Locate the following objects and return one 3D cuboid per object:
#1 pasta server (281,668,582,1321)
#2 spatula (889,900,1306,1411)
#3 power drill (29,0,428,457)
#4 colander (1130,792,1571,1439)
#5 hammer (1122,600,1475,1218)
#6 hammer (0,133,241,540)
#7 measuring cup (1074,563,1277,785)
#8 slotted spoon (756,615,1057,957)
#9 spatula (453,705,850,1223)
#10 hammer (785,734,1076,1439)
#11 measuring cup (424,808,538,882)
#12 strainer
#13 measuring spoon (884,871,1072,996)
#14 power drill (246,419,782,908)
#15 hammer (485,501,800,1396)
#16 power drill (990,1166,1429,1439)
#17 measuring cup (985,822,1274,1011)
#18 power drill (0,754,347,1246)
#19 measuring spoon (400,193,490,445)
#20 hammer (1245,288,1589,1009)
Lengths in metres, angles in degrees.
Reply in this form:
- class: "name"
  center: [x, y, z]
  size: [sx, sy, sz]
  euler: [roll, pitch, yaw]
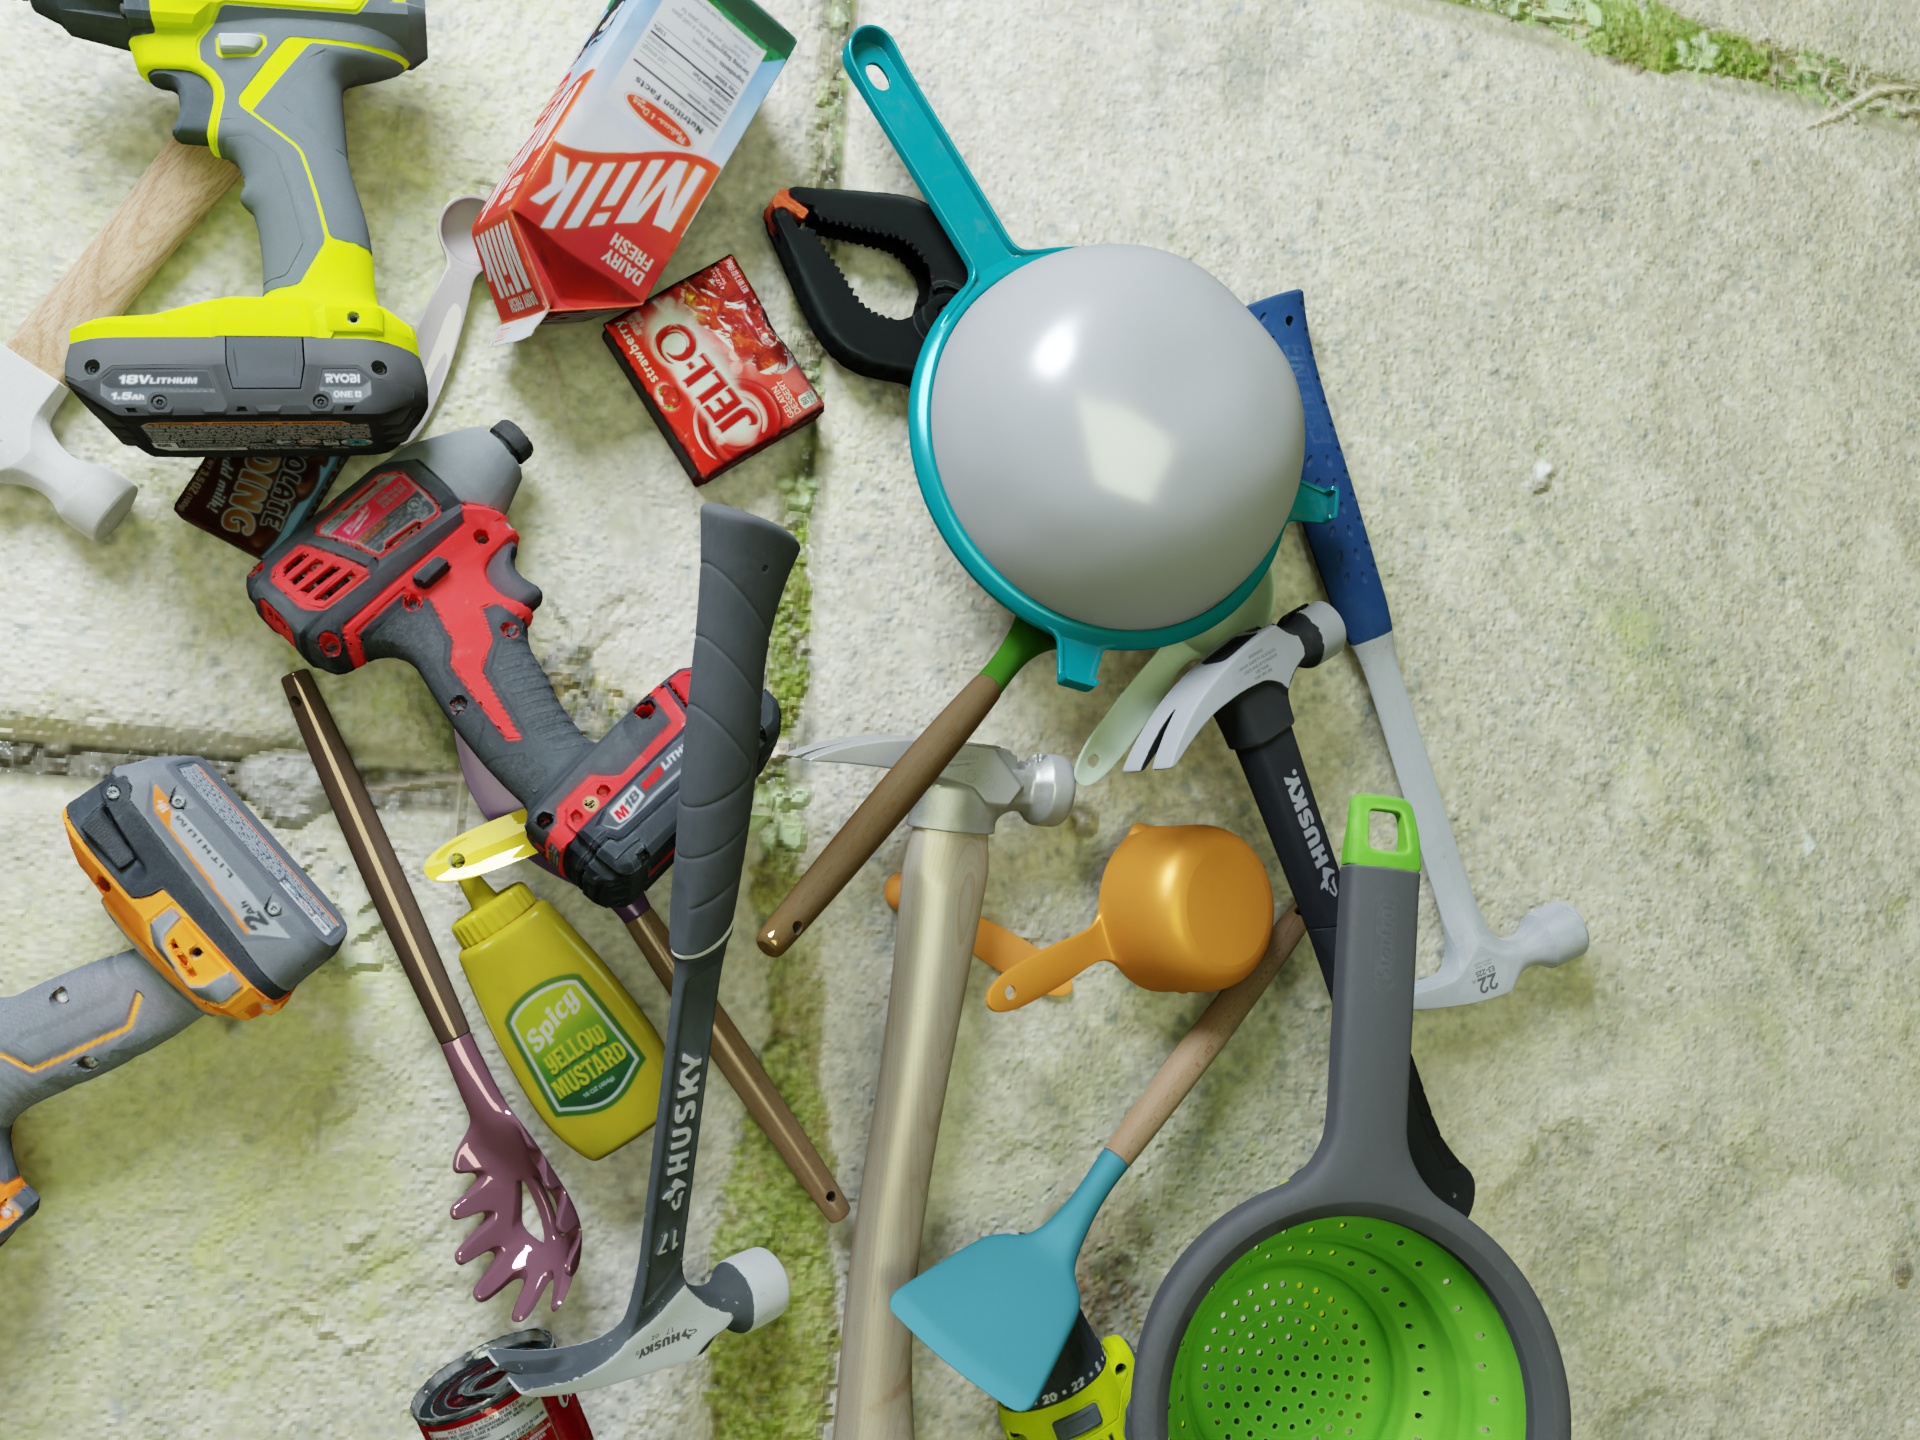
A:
- class: "pasta server"
  center: [-0.249, 0.125, 0.737]
  size: [0.060, 0.040, 0.316]
  euler: [-21, 94, 17]
- class: "spatula"
  center: [0.095, 0.199, 0.805]
  size: [0.082, 0.044, 0.317]
  euler: [31, 63, 26]
- class: "power drill"
  center: [-0.311, -0.230, 0.673]
  size: [0.171, 0.080, 0.223]
  euler: [-4, 86, -17]
- class: "colander"
  center: [0.177, 0.236, 0.759]
  size: [0.204, 0.094, 0.397]
  euler: [8, 79, -8]
- class: "hammer"
  center: [0.191, 0.117, 0.813]
  size: [0.146, 0.035, 0.334]
  euler: [-28, 101, -33]
- class: "hammer"
  center: [-0.346, -0.251, 0.717]
  size: [0.130, 0.031, 0.331]
  euler: [35, 80, -13]
- class: "measuring cup"
  center: [0.100, -0.034, 0.829]
  size: [0.083, 0.038, 0.167]
  euler: [43, 74, -21]
- class: "slotted spoon"
  center: [-0.001, -0.002, 0.754]
  size: [0.314, 0.031, 0.070]
  euler: [-50, 126, -37]
- class: "spatula"
  center: [-0.145, 0.117, 0.777]
  size: [0.060, 0.018, 0.316]
  euler: [-36, 98, -22]
- class: "hammer"
  center: [-0.037, 0.212, 0.779]
  size: [0.146, 0.038, 0.410]
  euler: [8, 89, -27]
- class: "measuring cup"
  center: [-0.177, 0.044, 0.755]
  size: [0.156, 0.029, 0.062]
  euler: [-22, 83, -20]
- class: "strainer"
  center: [0.054, -0.199, 0.757]
  size: [0.211, 0.095, 0.340]
  euler: [-34, 94, -23]
- class: "measuring spoon"
  center: [0.011, 0.113, 0.825]
  size: [0.117, 0.011, 0.021]
  euler: [32, 81, -13]
- class: "power drill"
  center: [-0.192, -0.033, 0.718]
  size: [0.219, 0.078, 0.143]
  euler: [42, 68, 3]
- class: "hammer"
  center: [-0.117, 0.109, 0.677]
  size: [0.149, 0.036, 0.408]
  euler: [-9, 115, -45]
- class: "power drill"
  center: [0.126, 0.323, 0.824]
  size: [0.228, 0.080, 0.190]
  euler: [-21, 90, -13]
- class: "measuring cup"
  center: [0.090, 0.109, 0.795]
  size: [0.173, 0.052, 0.095]
  euler: [-21, 96, -38]
- class: "power drill"
  center: [-0.401, 0.113, 0.674]
  size: [0.226, 0.084, 0.164]
  euler: [-40, 99, -9]
- class: "measuring spoon"
  center: [-0.248, -0.189, 0.755]
  size: [0.034, 0.018, 0.124]
  euler: [20, 91, -31]
- class: "hammer"
  center: [0.225, -0.034, 0.874]
  size: [0.144, 0.035, 0.405]
  euler: [-20, 95, -15]
